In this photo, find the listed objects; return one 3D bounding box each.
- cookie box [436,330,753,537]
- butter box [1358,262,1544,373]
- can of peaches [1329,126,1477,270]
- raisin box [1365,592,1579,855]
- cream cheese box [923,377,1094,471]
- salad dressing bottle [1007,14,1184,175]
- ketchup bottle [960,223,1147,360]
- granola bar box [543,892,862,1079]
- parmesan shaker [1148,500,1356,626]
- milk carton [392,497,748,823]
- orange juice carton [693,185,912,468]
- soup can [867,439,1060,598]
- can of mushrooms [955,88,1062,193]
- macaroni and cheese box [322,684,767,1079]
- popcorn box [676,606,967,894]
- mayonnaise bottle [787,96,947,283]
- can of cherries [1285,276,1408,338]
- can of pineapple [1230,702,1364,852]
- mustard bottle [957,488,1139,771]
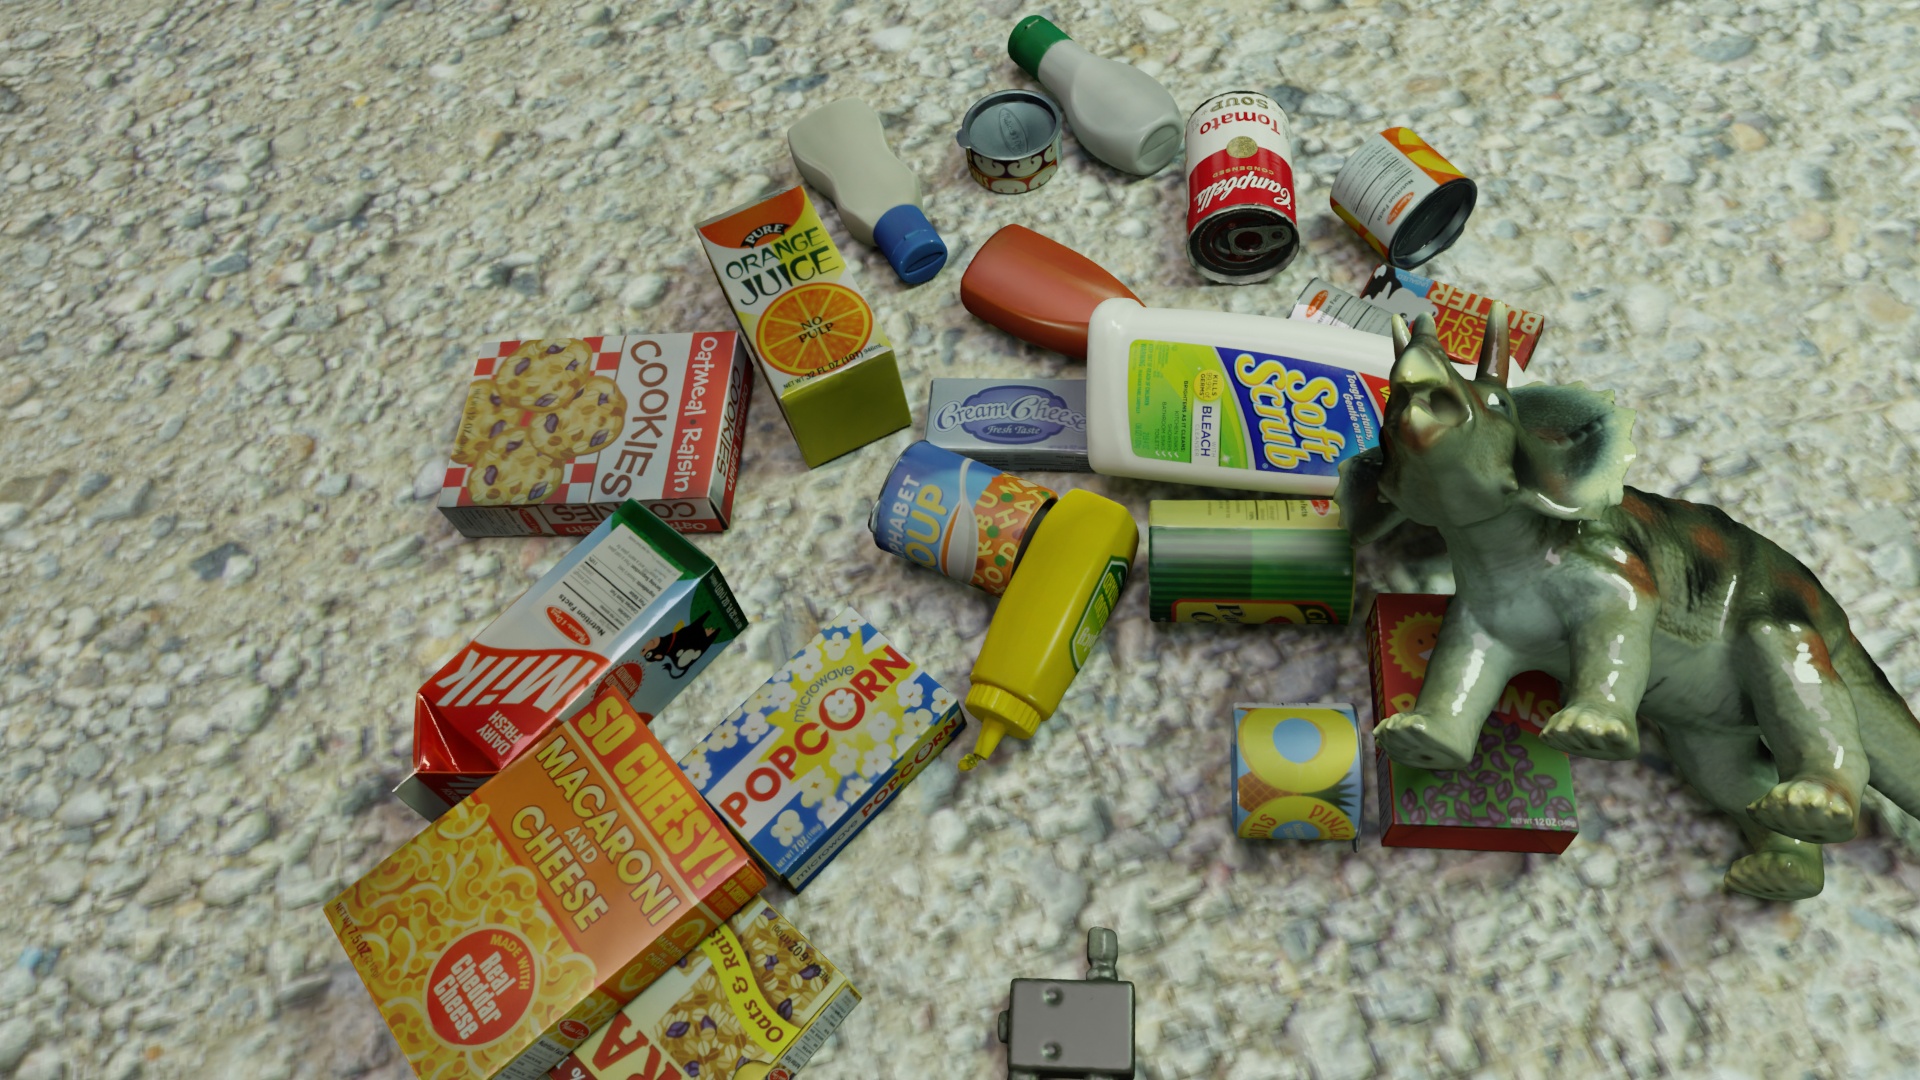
[{"bbox_3d":[-0.217,-0.065,0.841,0.167,0.040,0.123,-1,59,8],"label":"cookie box"},{"bbox_3d":[0.283,-0.123,0.815,0.103,0.024,0.053,25,65,20],"label":"butter box"},{"bbox_3d":[0.270,-0.208,0.846,0.071,0.071,0.058,-30,60,-10],"label":"can of peaches"},{"bbox_3d":[0.250,0.088,0.686,0.086,0.040,0.124,0,61,8],"label":"raisin box"},{"bbox_3d":[0.032,-0.068,0.817,0.104,0.024,0.053,2,59,9],"label":"cream cheese box"},{"bbox_3d":[0.088,-0.305,0.941,0.064,0.043,0.148,-34,60,-10],"label":"salad dressing bottle"},{"bbox_3d":[0.075,-0.138,0.842,0.149,0.043,0.065,30,69,23],"label":"ketchup bottle"},{"bbox_3d":[-0.150,0.209,0.669,0.166,0.039,0.124,36,70,25],"label":"granola bar box"},{"bbox_3d":[0.151,0.011,0.732,0.103,0.071,0.071,0,60,9],"label":"parmesan shaker"},{"bbox_3d":[-0.211,0.076,0.738,0.073,0.072,0.191,35,69,24],"label":"milk carton"},{"bbox_3d":[-0.103,-0.146,0.855,0.072,0.072,0.193,-25,59,-6],"label":"orange juice carton"},{"bbox_3d":[0.003,-0.010,0.761,0.084,0.071,0.071,22,65,19],"label":"soup can"},{"bbox_3d":[0.033,-0.267,0.931,0.071,0.033,0.071,-3,60,6],"label":"can of mushrooms"},{"bbox_3d":[-0.194,0.167,0.653,0.167,0.040,0.124,-38,61,-14],"label":"macaroni and cheese box"},{"bbox_3d":[-0.071,0.107,0.719,0.085,0.038,0.127,38,71,26],"label":"popcorn box"},{"bbox_3d":[-0.058,-0.230,0.918,0.065,0.041,0.148,-28,61,-7],"label":"mayonnaise bottle"},{"bbox_3d":[0.213,-0.106,0.791,0.058,0.071,0.072,29,67,16],"label":"can of cherries"},{"bbox_3d":[0.161,0.112,0.668,0.058,0.070,0.071,-1,60,8],"label":"can of pineapple"},{"bbox_3d":[0.042,0.052,0.725,0.049,0.065,0.161,21,70,23],"label":"mustard bottle"}]
